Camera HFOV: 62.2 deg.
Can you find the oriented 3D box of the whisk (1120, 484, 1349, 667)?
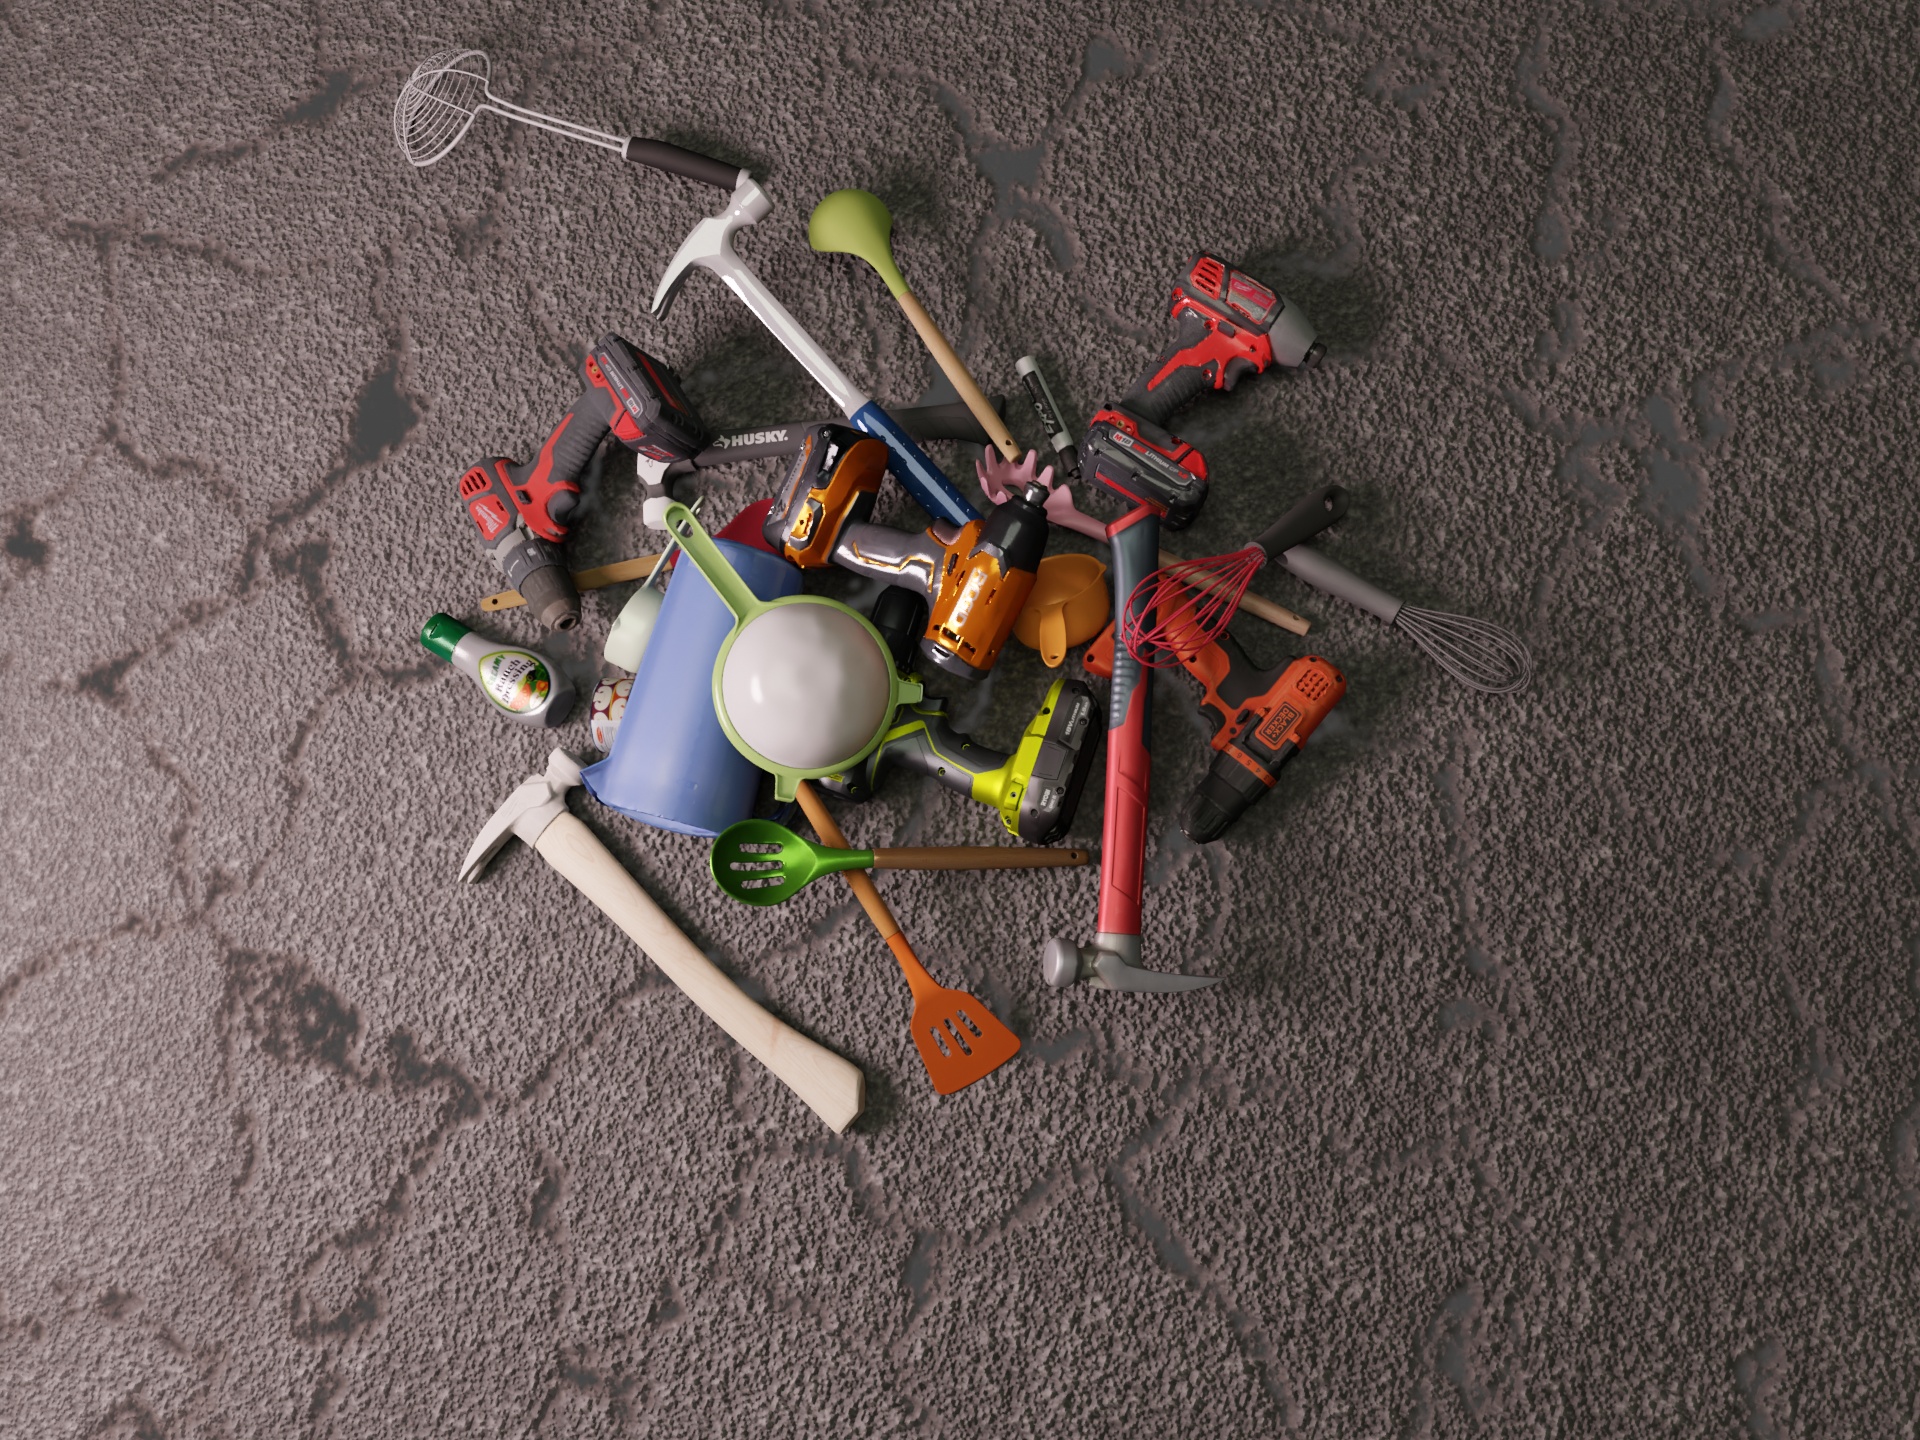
[{"bbox_3d":[0.224,-0.123,1.269,0.296,0.073,0.073,-34,73,-34],"label":"whisk"}]

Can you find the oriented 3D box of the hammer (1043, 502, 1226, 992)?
[{"bbox_3d":[0.149,0.020,1.262,0.143,0.038,0.386,7,81,-15],"label":"hammer"}]

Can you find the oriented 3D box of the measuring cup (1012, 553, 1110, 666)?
[{"bbox_3d":[0.081,-0.073,1.298,0.095,0.052,0.174,-13,33,10],"label":"measuring cup"}]

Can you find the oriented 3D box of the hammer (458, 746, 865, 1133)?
[{"bbox_3d":[-0.246,0.205,1.348,0.411,0.038,0.146,40,88,14],"label":"hammer"}]

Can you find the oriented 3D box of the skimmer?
[{"bbox_3d":[-0.371,-0.553,1.527,0.363,0.090,0.127,17,79,2],"label":"skimmer"}]

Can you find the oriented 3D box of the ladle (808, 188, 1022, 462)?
[{"bbox_3d":[-0.036,-0.349,1.410,0.078,0.062,0.320,-29,74,-14],"label":"ladle"}]

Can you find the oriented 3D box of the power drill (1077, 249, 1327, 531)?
[{"bbox_3d":[0.207,-0.280,1.354,0.143,0.078,0.220,32,81,5],"label":"power drill"}]

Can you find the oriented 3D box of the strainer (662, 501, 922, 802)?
[{"bbox_3d":[-0.151,-0.073,1.257,0.151,0.069,0.256,-38,92,-14],"label":"strainer"}]

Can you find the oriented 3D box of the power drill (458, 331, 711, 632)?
[{"bbox_3d":[-0.329,-0.205,1.398,0.226,0.080,0.188,-40,64,14],"label":"power drill"}]

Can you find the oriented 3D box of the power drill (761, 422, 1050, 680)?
[{"bbox_3d":[-0.036,-0.156,1.292,0.227,0.084,0.164,33,106,21],"label":"power drill"}]

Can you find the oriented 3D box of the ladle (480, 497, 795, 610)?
[{"bbox_3d":[-0.284,-0.137,1.429,0.315,0.031,0.069,-12,84,8],"label":"ladle"}]

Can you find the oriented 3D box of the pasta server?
[{"bbox_3d":[0.154,-0.150,1.356,0.316,0.040,0.060,27,56,12],"label":"pasta server"}]

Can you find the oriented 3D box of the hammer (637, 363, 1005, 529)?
[{"bbox_3d":[-0.125,-0.260,1.425,0.335,0.035,0.146,-5,79,8],"label":"hammer"}]

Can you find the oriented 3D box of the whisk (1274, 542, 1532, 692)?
[{"bbox_3d":[0.360,-0.091,1.309,0.239,0.055,0.055,31,85,17],"label":"whisk"}]

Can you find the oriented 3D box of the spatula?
[{"bbox_3d":[-0.067,0.155,1.302,0.081,0.041,0.323,-33,84,3],"label":"spatula"}]

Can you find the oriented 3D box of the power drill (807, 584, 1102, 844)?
[{"bbox_3d":[-0.002,-0.004,1.333,0.228,0.080,0.190,17,79,14],"label":"power drill"}]

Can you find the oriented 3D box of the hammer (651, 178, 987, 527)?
[{"bbox_3d":[-0.098,-0.273,1.378,0.144,0.035,0.405,-42,88,5],"label":"hammer"}]

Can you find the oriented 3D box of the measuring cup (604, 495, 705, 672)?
[{"bbox_3d":[-0.252,-0.115,1.384,0.038,0.083,0.167,31,97,2],"label":"measuring cup"}]

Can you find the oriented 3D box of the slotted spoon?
[{"bbox_3d":[-0.046,0.113,1.284,0.313,0.031,0.070,0,74,-15],"label":"slotted spoon"}]
